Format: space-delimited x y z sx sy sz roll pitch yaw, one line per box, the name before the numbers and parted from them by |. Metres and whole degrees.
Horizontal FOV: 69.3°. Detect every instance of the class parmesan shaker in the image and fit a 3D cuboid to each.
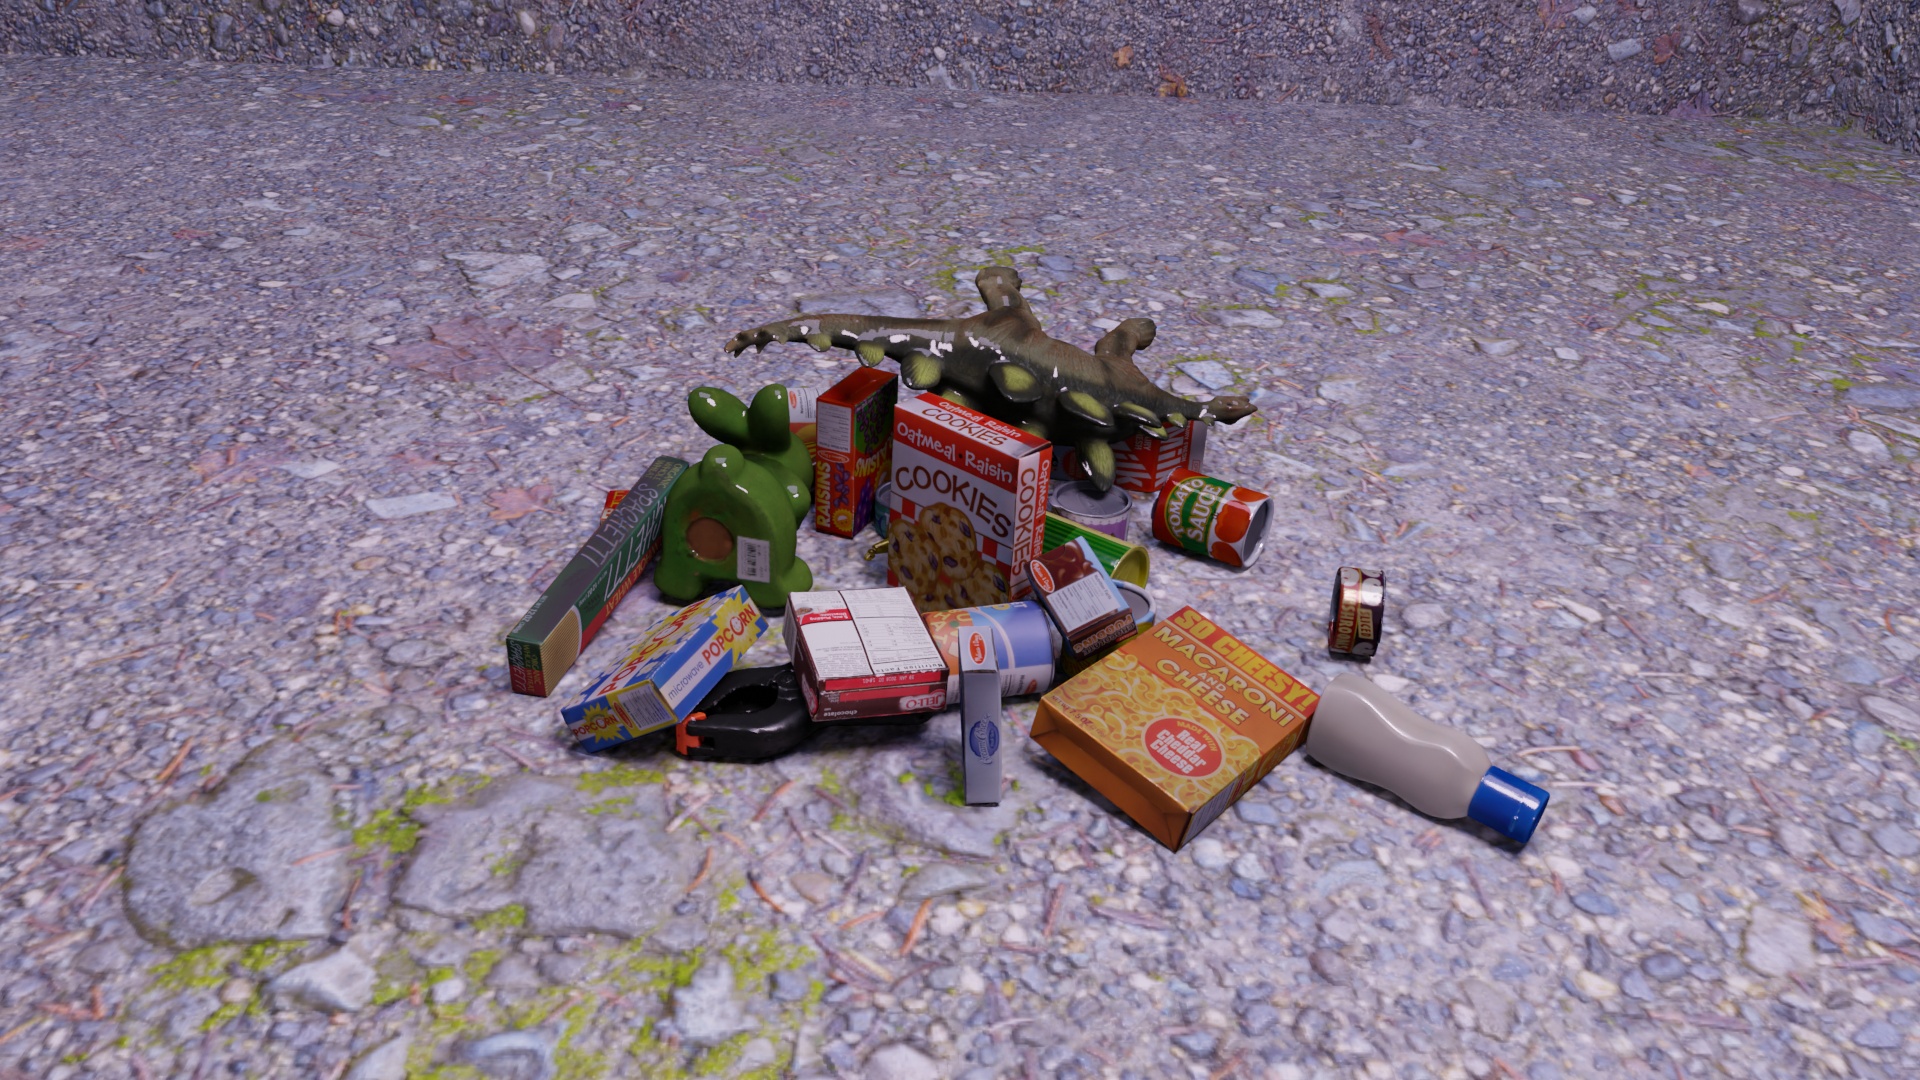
parmesan shaker | 0.088 0.021 1.092 0.103 0.071 0.071 22 34 32

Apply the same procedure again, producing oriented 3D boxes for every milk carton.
milk carton | 0.134 -0.098 1.303 0.191 0.072 0.074 8 30 11

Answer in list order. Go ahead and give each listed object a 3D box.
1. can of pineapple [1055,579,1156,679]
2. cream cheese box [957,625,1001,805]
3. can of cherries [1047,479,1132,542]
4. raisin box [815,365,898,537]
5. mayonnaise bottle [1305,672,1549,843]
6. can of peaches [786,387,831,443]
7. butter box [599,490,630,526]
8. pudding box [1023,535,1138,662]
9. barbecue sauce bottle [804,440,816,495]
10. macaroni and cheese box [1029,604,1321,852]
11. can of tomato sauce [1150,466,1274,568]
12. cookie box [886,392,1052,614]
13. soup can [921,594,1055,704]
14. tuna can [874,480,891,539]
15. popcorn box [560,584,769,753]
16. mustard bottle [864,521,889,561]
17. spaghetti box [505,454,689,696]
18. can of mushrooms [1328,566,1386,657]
can of pineapple | 0.105 0.068 1.011 0.071 0.057 0.071 2 29 -1
cream cheese box | 0.012 0.111 0.878 0.024 0.103 0.053 -2 28 -1
can of cherries | 0.104 -0.011 1.154 0.071 0.058 0.072 3 30 -1
raisin box | -0.089 -0.076 1.185 0.040 0.122 0.086 13 30 18
mayonnaise bottle | 0.300 0.143 0.895 0.148 0.064 0.041 27 33 29
can of peaches | -0.141 -0.109 1.299 0.058 0.071 0.071 -2 29 -16
butter box | -0.249 -0.020 1.170 0.103 0.024 0.053 1 30 -4
pudding box | 0.083 0.040 0.969 0.050 0.030 0.084 -26 44 -3
barbecue sauce bottle | -0.140 -0.063 1.239 0.149 0.043 0.065 -15 30 -31
macaroni and cheese box | 0.146 0.119 0.923 0.124 0.040 0.167 36 41 27
can of tomato sauce | 0.212 -0.020 1.171 0.083 0.070 0.071 20 33 27
cookie box | 0.004 -0.013 1.035 0.123 0.166 0.040 26 35 35
soup can | 0.015 0.076 0.976 0.084 0.071 0.071 -5 30 -15
tuna can | -0.041 -0.024 1.189 0.071 0.032 0.071 2 29 -1
popcorn box | -0.196 0.085 0.931 0.085 0.038 0.127 -22 16 30
mustard bottle | -0.009 -0.012 1.142 0.161 0.065 0.049 -17 38 -25
spaghetti box | -0.265 0.018 1.044 0.029 0.049 0.251 13 36 9
can of mushrooms | 0.299 0.054 1.048 0.033 0.070 0.071 7 29 9
